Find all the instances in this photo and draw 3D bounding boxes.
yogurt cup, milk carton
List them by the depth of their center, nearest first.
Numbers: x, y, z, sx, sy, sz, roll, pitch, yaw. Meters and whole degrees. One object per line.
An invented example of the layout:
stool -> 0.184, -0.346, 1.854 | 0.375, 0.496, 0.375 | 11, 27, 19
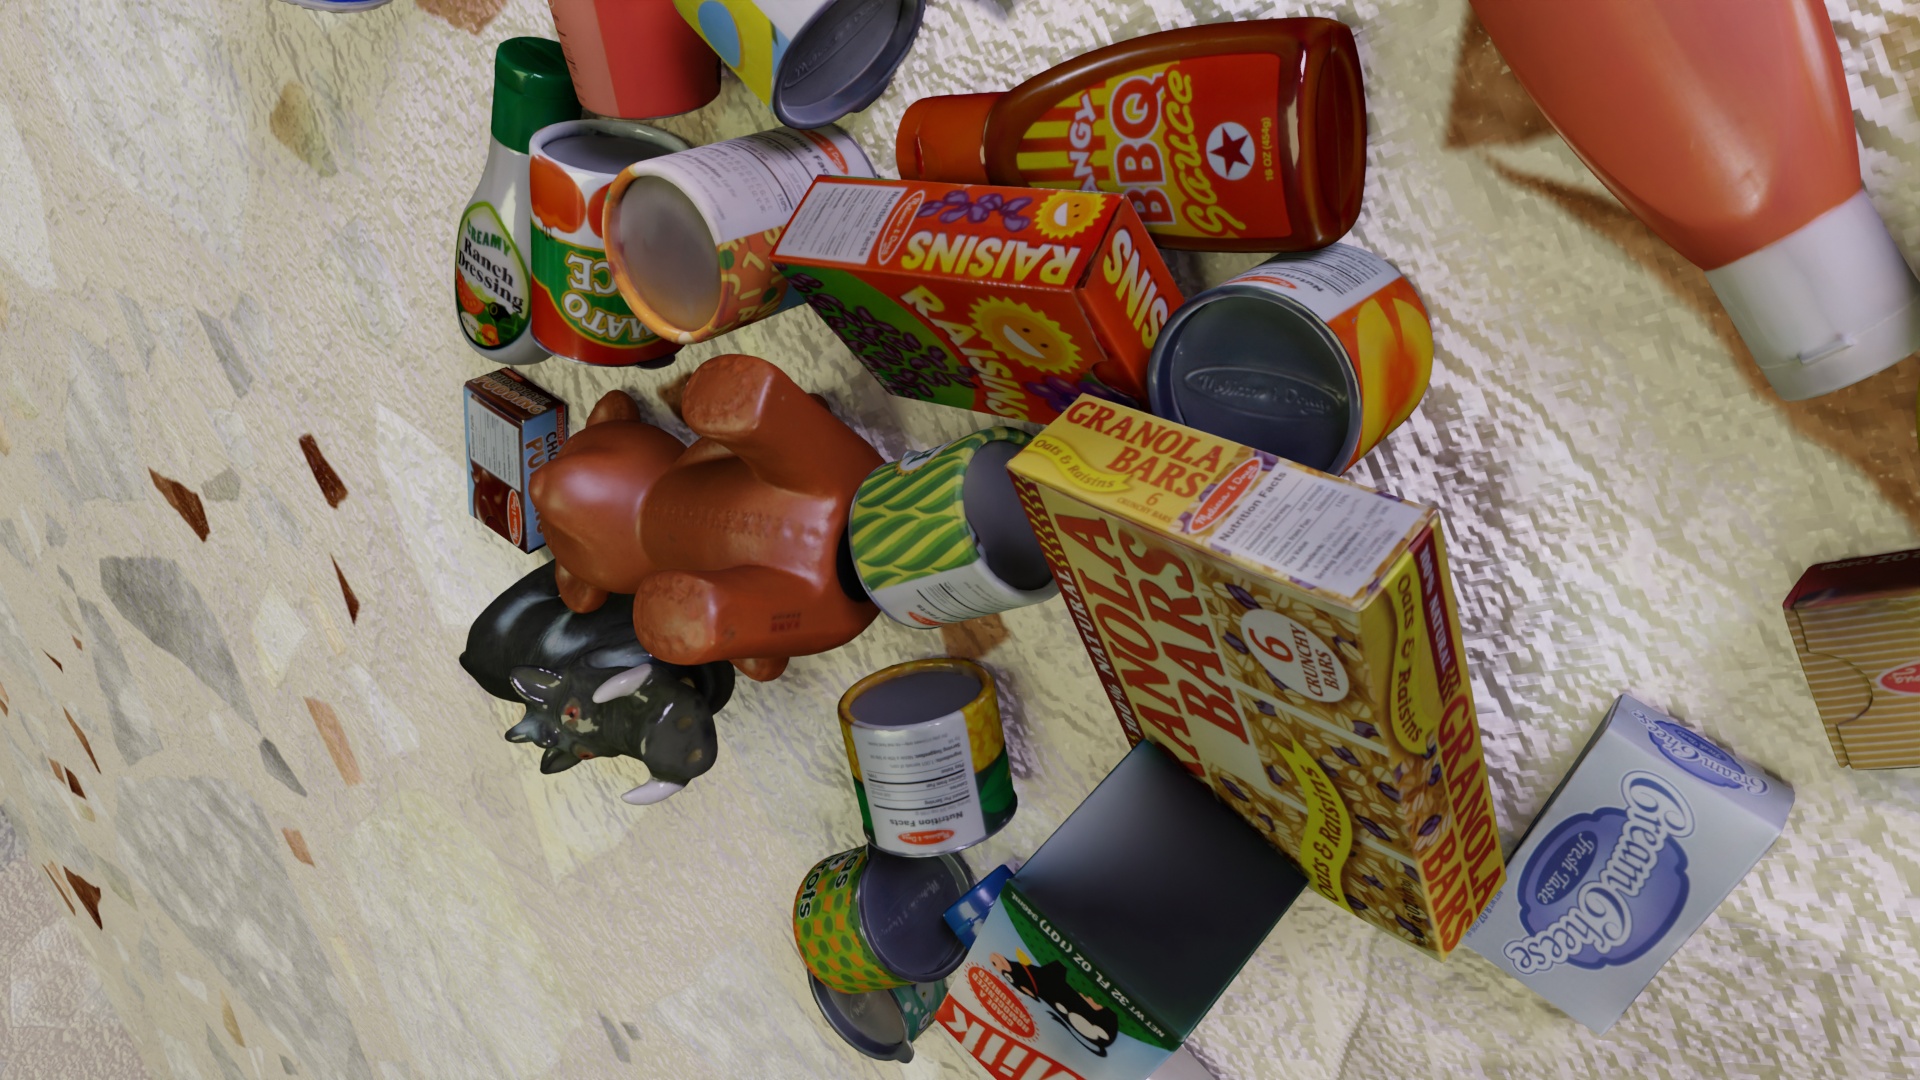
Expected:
milk carton -> 0.047, 0.158, 0.506 | 0.072, 0.074, 0.189 | 40, 147, 17
yogurt cup -> -0.120, -0.193, 0.522 | 0.072, 0.073, 0.053 | 25, 135, 29

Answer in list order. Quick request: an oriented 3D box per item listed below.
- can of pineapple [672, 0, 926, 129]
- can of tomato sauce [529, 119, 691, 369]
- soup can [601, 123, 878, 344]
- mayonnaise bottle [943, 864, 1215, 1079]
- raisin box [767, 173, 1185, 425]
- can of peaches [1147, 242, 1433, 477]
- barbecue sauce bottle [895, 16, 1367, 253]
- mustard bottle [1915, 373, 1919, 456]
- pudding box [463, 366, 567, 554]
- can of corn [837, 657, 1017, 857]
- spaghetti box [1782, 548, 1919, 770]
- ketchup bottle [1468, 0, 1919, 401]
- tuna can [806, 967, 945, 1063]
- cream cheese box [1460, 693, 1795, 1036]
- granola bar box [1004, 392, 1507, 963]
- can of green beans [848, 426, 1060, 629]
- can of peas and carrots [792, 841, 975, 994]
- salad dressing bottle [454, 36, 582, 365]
can of pineapple -> -0.055, -0.182, 0.469 | 0.058, 0.071, 0.070 | 48, 135, 11
can of tomato sauce -> -0.144, -0.122, 0.575 | 0.071, 0.071, 0.082 | 30, 128, 26
soup can -> -0.080, -0.113, 0.513 | 0.071, 0.084, 0.071 | 20, 125, 32
mayonnaise bottle -> 0.052, 0.209, 0.600 | 0.148, 0.041, 0.064 | 50, 128, 10
raisin box -> 0.010, -0.076, 0.456 | 0.123, 0.040, 0.086 | 14, 159, 35
can of peaches -> 0.098, -0.048, 0.412 | 0.071, 0.058, 0.071 | 20, 124, 32
barbecue sauce bottle -> 0.047, -0.122, 0.427 | 0.148, 0.044, 0.064 | 10, 120, 38
mustard bottle -> 0.237, -0.075, 0.274 | 0.065, 0.049, 0.159 | -4, 109, 4
pudding box -> -0.231, -0.041, 0.721 | 0.050, 0.030, 0.083 | 29, 129, 25
can of corn -> -0.014, 0.087, 0.577 | 0.071, 0.071, 0.058 | 6, 115, 39
spaghetti box -> 0.311, 0.011, 0.278 | 0.249, 0.029, 0.050 | -15, 102, 44
ketchup bottle -> 0.174, -0.105, 0.326 | 0.064, 0.044, 0.148 | -30, 91, 46
tuna can -> -0.040, 0.223, 0.693 | 0.071, 0.033, 0.070 | 20, 124, 33
cream cheese box -> 0.201, 0.101, 0.426 | 0.053, 0.024, 0.103 | 33, 130, 22
granola bar box -> 0.091, 0.043, 0.419 | 0.124, 0.039, 0.164 | 26, 152, 45
can of green beans -> 0.002, -0.004, 0.512 | 0.057, 0.071, 0.071 | -17, 100, 44
can of peas and carrots -> -0.036, 0.170, 0.637 | 0.058, 0.071, 0.071 | -29, 92, 46
salad dressing bottle -> -0.195, -0.149, 0.622 | 0.064, 0.044, 0.146 | 37, 131, 19
